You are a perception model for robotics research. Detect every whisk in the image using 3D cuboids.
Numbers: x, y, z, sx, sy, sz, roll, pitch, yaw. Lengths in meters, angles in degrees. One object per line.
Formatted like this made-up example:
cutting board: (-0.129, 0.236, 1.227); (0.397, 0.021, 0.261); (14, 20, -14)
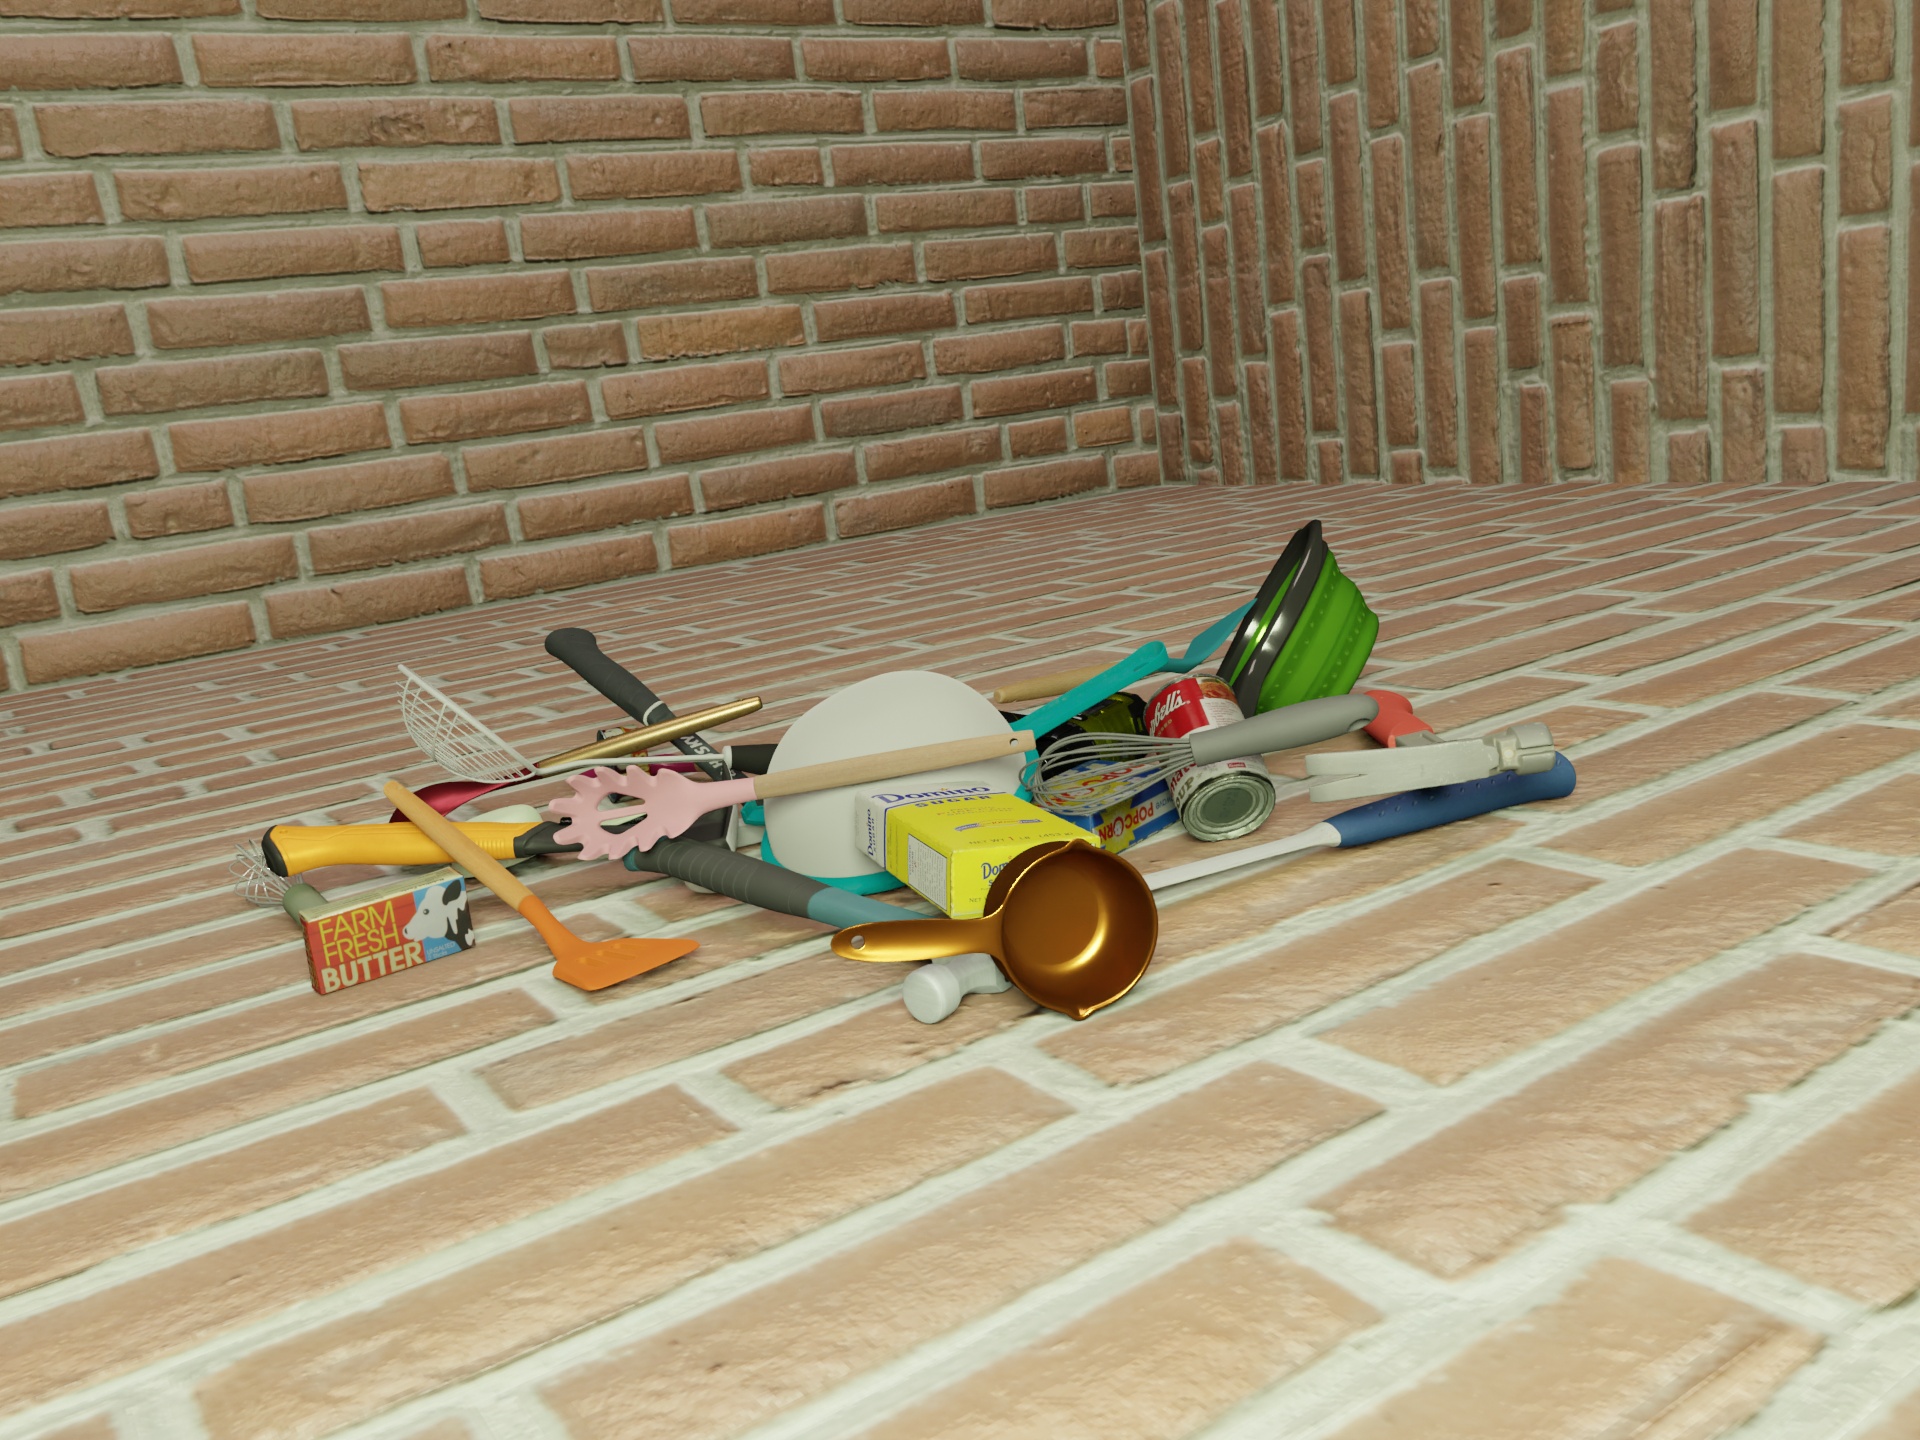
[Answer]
whisk: (0.154, 0.017, 1.041); (0.239, 0.055, 0.055); (-14, 11, 12)
whisk: (-0.481, 0.129, 1.155); (0.058, 0.059, 0.246); (-51, 35, -17)

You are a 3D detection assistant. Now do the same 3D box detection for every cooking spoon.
cooking spoon: (-0.215, 0.038, 1.432); (0.319, 0.017, 0.069); (-5, 11, 27)

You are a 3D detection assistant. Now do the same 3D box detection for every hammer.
hammer: (-0.330, 0.082, 1.151); (0.337, 0.034, 0.127); (-2, 31, -1)
hammer: (0.310, 0.011, 1.148); (0.149, 0.036, 0.359); (-8, 4, 8)
hammer: (-0.095, 0.110, 0.982); (0.331, 0.033, 0.128); (11, 20, 39)
hammer: (-0.257, 0.004, 1.358); (0.149, 0.036, 0.409); (-19, 34, -32)
hammer: (0.225, 0.074, 1.028); (0.405, 0.035, 0.144); (-12, 14, -22)

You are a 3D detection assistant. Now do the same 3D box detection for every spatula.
spatula: (-0.299, 0.103, 1.054); (0.323, 0.041, 0.081); (29, 33, 37)
spatula: (0.139, -0.052, 1.341); (0.317, 0.044, 0.082); (-12, -15, -43)

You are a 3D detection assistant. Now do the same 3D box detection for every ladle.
ladle: (-0.310, 0.033, 1.271); (0.315, 0.031, 0.069); (-18, 20, -3)

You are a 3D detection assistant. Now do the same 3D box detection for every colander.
colander: (0.270, -0.022, 1.297); (0.094, 0.204, 0.397); (28, 35, 2)

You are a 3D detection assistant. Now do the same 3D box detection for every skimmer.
skimmer: (-0.240, 0.001, 1.218); (0.363, 0.090, 0.127); (-1, -3, -13)

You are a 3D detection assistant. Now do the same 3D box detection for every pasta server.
pasta server: (-0.108, 0.040, 1.033); (0.316, 0.060, 0.040); (-10, -3, 4)

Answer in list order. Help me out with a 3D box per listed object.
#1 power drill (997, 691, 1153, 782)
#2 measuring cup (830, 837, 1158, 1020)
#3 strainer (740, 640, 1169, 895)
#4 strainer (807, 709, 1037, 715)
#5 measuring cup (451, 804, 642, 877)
power drill: (0.022, 0.020, 1.291); (0.228, 0.080, 0.190); (4, 15, 30)
measuring cup: (0.015, 0.109, 0.838); (0.173, 0.095, 0.052); (-2, 3, -12)
strainer: (-0.002, -0.004, 1.140); (0.340, 0.095, 0.211); (-29, 27, -15)
strainer: (-0.010, 0.006, 1.452); (0.258, 0.050, 0.086); (-4, -32, -11)
measuring cup: (-0.317, 0.078, 1.229); (0.167, 0.038, 0.083); (-18, 10, 6)
